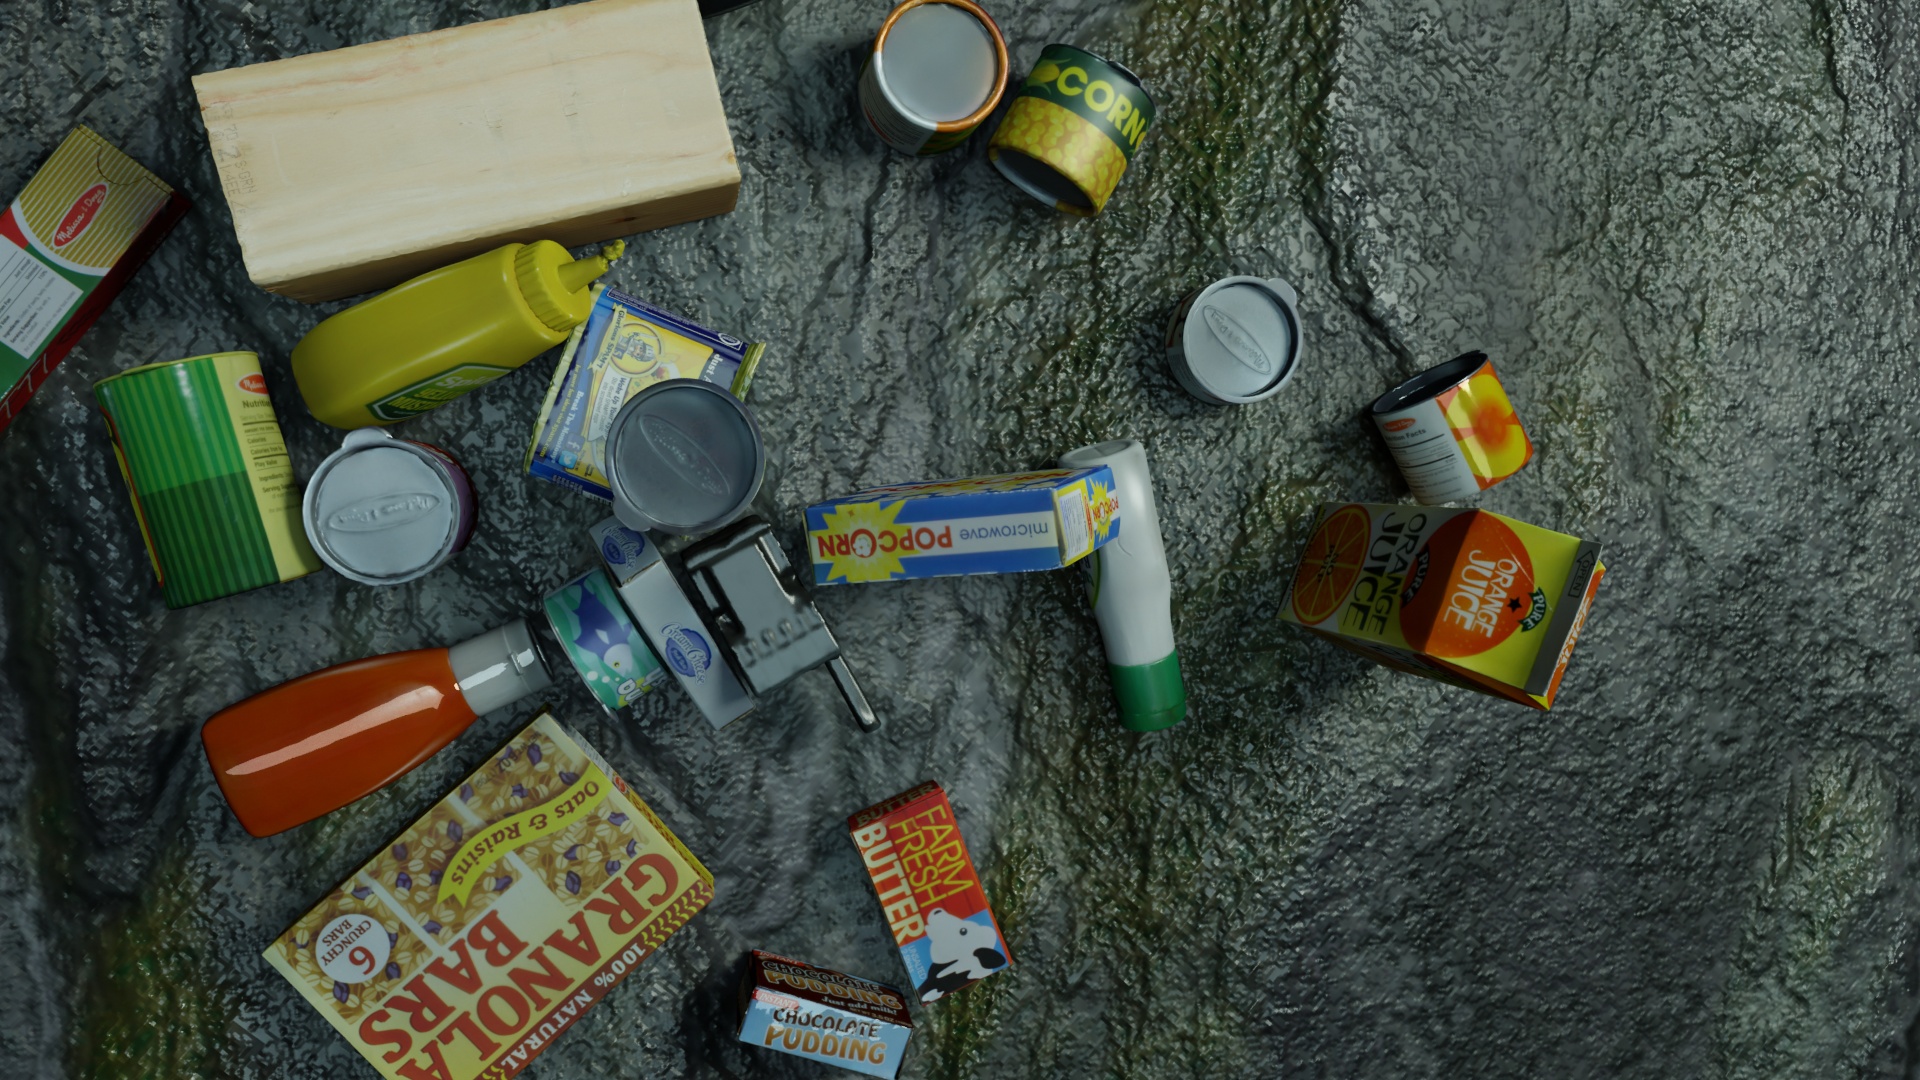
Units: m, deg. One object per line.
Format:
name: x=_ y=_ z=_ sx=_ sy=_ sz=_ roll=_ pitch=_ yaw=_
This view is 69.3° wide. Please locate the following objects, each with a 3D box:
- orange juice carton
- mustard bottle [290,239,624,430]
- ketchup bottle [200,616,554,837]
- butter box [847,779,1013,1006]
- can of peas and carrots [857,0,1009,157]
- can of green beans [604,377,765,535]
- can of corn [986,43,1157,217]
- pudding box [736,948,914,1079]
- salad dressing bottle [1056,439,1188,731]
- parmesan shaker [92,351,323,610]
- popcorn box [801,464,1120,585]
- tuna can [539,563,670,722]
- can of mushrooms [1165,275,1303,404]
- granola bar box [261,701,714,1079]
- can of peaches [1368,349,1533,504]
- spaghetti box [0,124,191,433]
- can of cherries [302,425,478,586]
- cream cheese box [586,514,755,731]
orange juice carton: x=0.236 y=0.029 z=0.673 sx=0.073 sy=0.192 sz=0.072 roll=24 pitch=88 yaw=-12
mustard bottle: x=-0.217 y=-0.096 z=0.617 sx=0.160 sy=0.065 sz=0.049 roll=-21 pitch=88 yaw=16
ketchup bottle: x=-0.268 y=0.081 z=0.651 sx=0.149 sy=0.043 sz=0.064 roll=-23 pitch=98 yaw=-9
butter box: x=-0.016 y=0.181 z=0.715 sx=0.053 sy=0.024 sz=0.103 roll=-22 pitch=97 yaw=-9
can of peas and carrots: x=-0.012 y=-0.228 z=0.679 sx=0.071 sy=0.059 sz=0.071 roll=-1 pitch=94 yaw=-11
can of green beans: x=-0.119 y=-0.036 z=0.608 sx=0.071 sy=0.058 sz=0.071 roll=0 pitch=92 yaw=-8
can of corn: x=0.056 y=-0.202 z=0.688 sx=0.071 sy=0.071 sz=0.058 roll=30 pitch=88 yaw=-11
pudding box: x=-0.069 y=0.237 z=0.695 sx=0.084 sy=0.049 sz=0.030 roll=20 pitch=91 yaw=-11
salad dressing bottle: x=0.085 y=0.024 z=0.712 sx=0.044 sy=0.064 sz=0.147 roll=-14 pitch=103 yaw=-4
parmesan shaker: x=-0.334 y=-0.026 z=0.618 sx=0.071 sy=0.071 sz=0.103 roll=-16 pitch=96 yaw=-10
popcorn box: x=0.002 y=-0.008 z=0.652 sx=0.126 sy=0.085 sz=0.038 roll=-4 pitch=99 yaw=23
tuna can: x=-0.166 y=0.048 z=0.657 sx=0.033 sy=0.071 sz=0.071 roll=-31 pitch=98 yaw=-8
can of mushrooms: x=0.145 y=-0.106 z=0.729 sx=0.071 sy=0.033 sz=0.071 roll=-1 pitch=93 yaw=-11
granola bar box: x=-0.221 y=0.179 z=0.667 sx=0.166 sy=0.039 sz=0.124 roll=-41 pitch=99 yaw=-7
can of peaches: x=0.263 y=-0.060 z=0.739 sx=0.071 sy=0.071 sz=0.058 roll=-31 pitch=98 yaw=-8
spaghetti box: x=-0.445 y=-0.071 z=0.616 sx=0.050 sy=0.028 sz=0.250 roll=38 pitch=85 yaw=-11
can of cherries: x=-0.260 y=-0.017 z=0.640 sx=0.071 sy=0.058 sz=0.071 roll=-1 pitch=93 yaw=-10
cream cheese box: x=-0.134 y=0.038 z=0.648 sx=0.024 sy=0.053 sz=0.103 roll=-33 pitch=130 yaw=-11
